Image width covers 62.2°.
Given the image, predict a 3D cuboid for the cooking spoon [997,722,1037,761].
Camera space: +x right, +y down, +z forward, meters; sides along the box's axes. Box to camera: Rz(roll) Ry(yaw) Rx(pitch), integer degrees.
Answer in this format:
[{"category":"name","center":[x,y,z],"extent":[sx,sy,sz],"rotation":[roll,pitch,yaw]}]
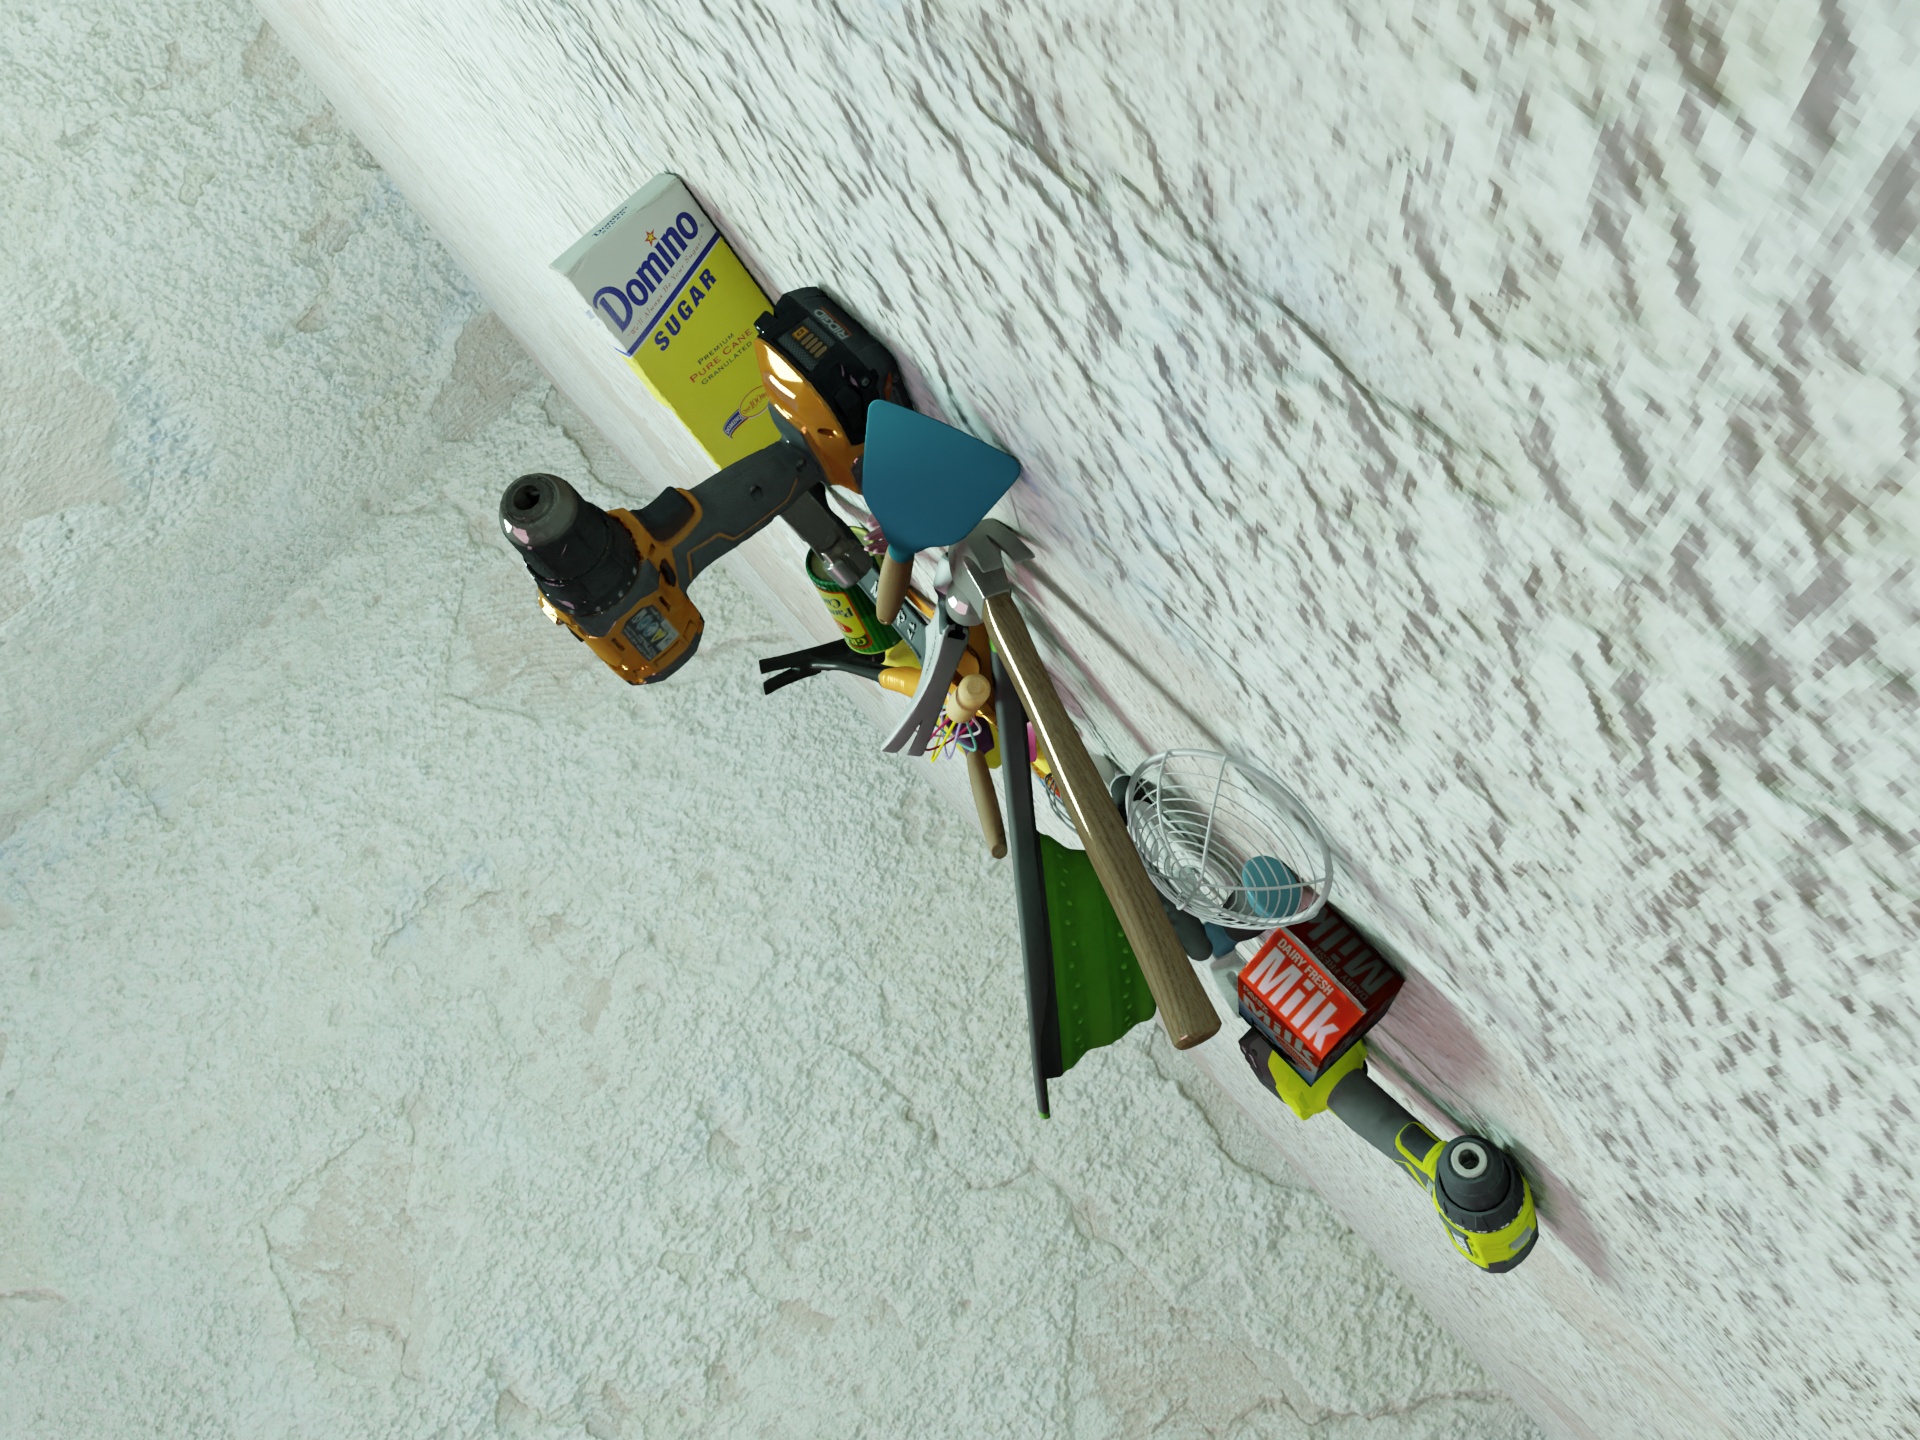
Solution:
[{"category":"cooking spoon","center":[-0.012,-0.056,1.429],"extent":[0.319,0.017,0.068],"rotation":[47,151,48]}]

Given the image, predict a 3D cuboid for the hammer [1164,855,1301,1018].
[{"category":"hammer","center":[0.197,0.142,1.137],"extent":[0.128,0.033,0.331],"rotation":[62,175,13]}]

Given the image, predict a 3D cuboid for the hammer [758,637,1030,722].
[{"category":"hammer","center":[-0.049,-0.033,1.377],"extent":[0.337,0.127,0.034],"rotation":[15,117,56]}]

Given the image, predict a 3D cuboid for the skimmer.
[{"category":"skimmer","center":[0.146,0.053,1.018],"extent":[0.127,0.090,0.363],"rotation":[46,-175,-5]}]

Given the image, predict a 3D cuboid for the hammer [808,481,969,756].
[{"category":"hammer","center":[-0.074,-0.109,1.220],"extent":[0.036,0.149,0.409],"rotation":[9,-161,-23]}]

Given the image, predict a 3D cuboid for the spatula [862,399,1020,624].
[{"category":"spatula","center":[-0.030,-0.103,0.937],"extent":[0.082,0.044,0.317],"rotation":[23,170,-2]}]

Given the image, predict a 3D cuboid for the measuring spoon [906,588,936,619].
[{"category":"measuring spoon","center":[-0.032,-0.104,1.391],"extent":[0.021,0.011,0.117],"rotation":[59,173,-28]}]

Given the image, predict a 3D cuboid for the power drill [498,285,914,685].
[{"category":"power drill","center":[-0.136,-0.131,0.859],"extent":[0.084,0.226,0.185],"rotation":[45,174,21]}]

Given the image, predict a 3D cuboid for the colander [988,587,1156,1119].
[{"category":"colander","center":[0.082,0.091,1.114],"extent":[0.205,0.094,0.396],"rotation":[-92,-4,-65]}]

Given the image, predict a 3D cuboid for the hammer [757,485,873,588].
[{"category":"hammer","center":[-0.162,-0.191,1.277],"extent":[0.149,0.037,0.359],"rotation":[47,178,-20]}]

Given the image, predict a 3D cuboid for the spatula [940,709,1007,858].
[{"category":"spatula","center":[0.012,0.038,1.272],"extent":[0.059,0.018,0.316],"rotation":[27,-164,-15]}]

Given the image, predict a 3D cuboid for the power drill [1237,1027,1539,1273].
[{"category":"power drill","center":[0.314,0.290,1.153],"extent":[0.229,0.080,0.190],"rotation":[40,171,37]}]

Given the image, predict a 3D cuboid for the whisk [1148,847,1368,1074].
[{"category":"whisk","center":[0.228,0.204,1.340],"extent":[0.285,0.070,0.070],"rotation":[39,171,25]}]

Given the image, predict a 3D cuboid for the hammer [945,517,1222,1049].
[{"category":"hammer","center":[0.065,0.028,0.904],"extent":[0.130,0.031,0.332],"rotation":[95,153,-66]}]

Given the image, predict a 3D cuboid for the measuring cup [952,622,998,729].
[{"category":"measuring cup","center":[0.023,-0.046,1.153],"extent":[0.095,0.052,0.173],"rotation":[47,173,7]}]

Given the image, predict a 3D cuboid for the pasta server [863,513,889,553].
[{"category":"pasta server","center":[-0.088,-0.183,1.115],"extent":[0.040,0.060,0.316],"rotation":[7,-160,-29]}]

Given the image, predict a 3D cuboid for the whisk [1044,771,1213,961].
[{"category":"whisk","center":[0.129,0.106,1.236],"extent":[0.055,0.055,0.239],"rotation":[53,-179,-44]}]

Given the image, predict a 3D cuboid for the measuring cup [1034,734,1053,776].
[{"category":"measuring cup","center":[0.073,0.019,1.316],"extent":[0.062,0.029,0.156],"rotation":[47,176,3]}]

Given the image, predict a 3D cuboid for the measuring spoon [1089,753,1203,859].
[{"category":"measuring spoon","center":[0.142,0.064,1.222],"extent":[0.124,0.018,0.034],"rotation":[39,170,18]}]

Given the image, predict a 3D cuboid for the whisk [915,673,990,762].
[{"category":"whisk","center":[-0.002,-0.002,1.160],"extent":[0.051,0.047,0.245],"rotation":[49,171,2]}]
